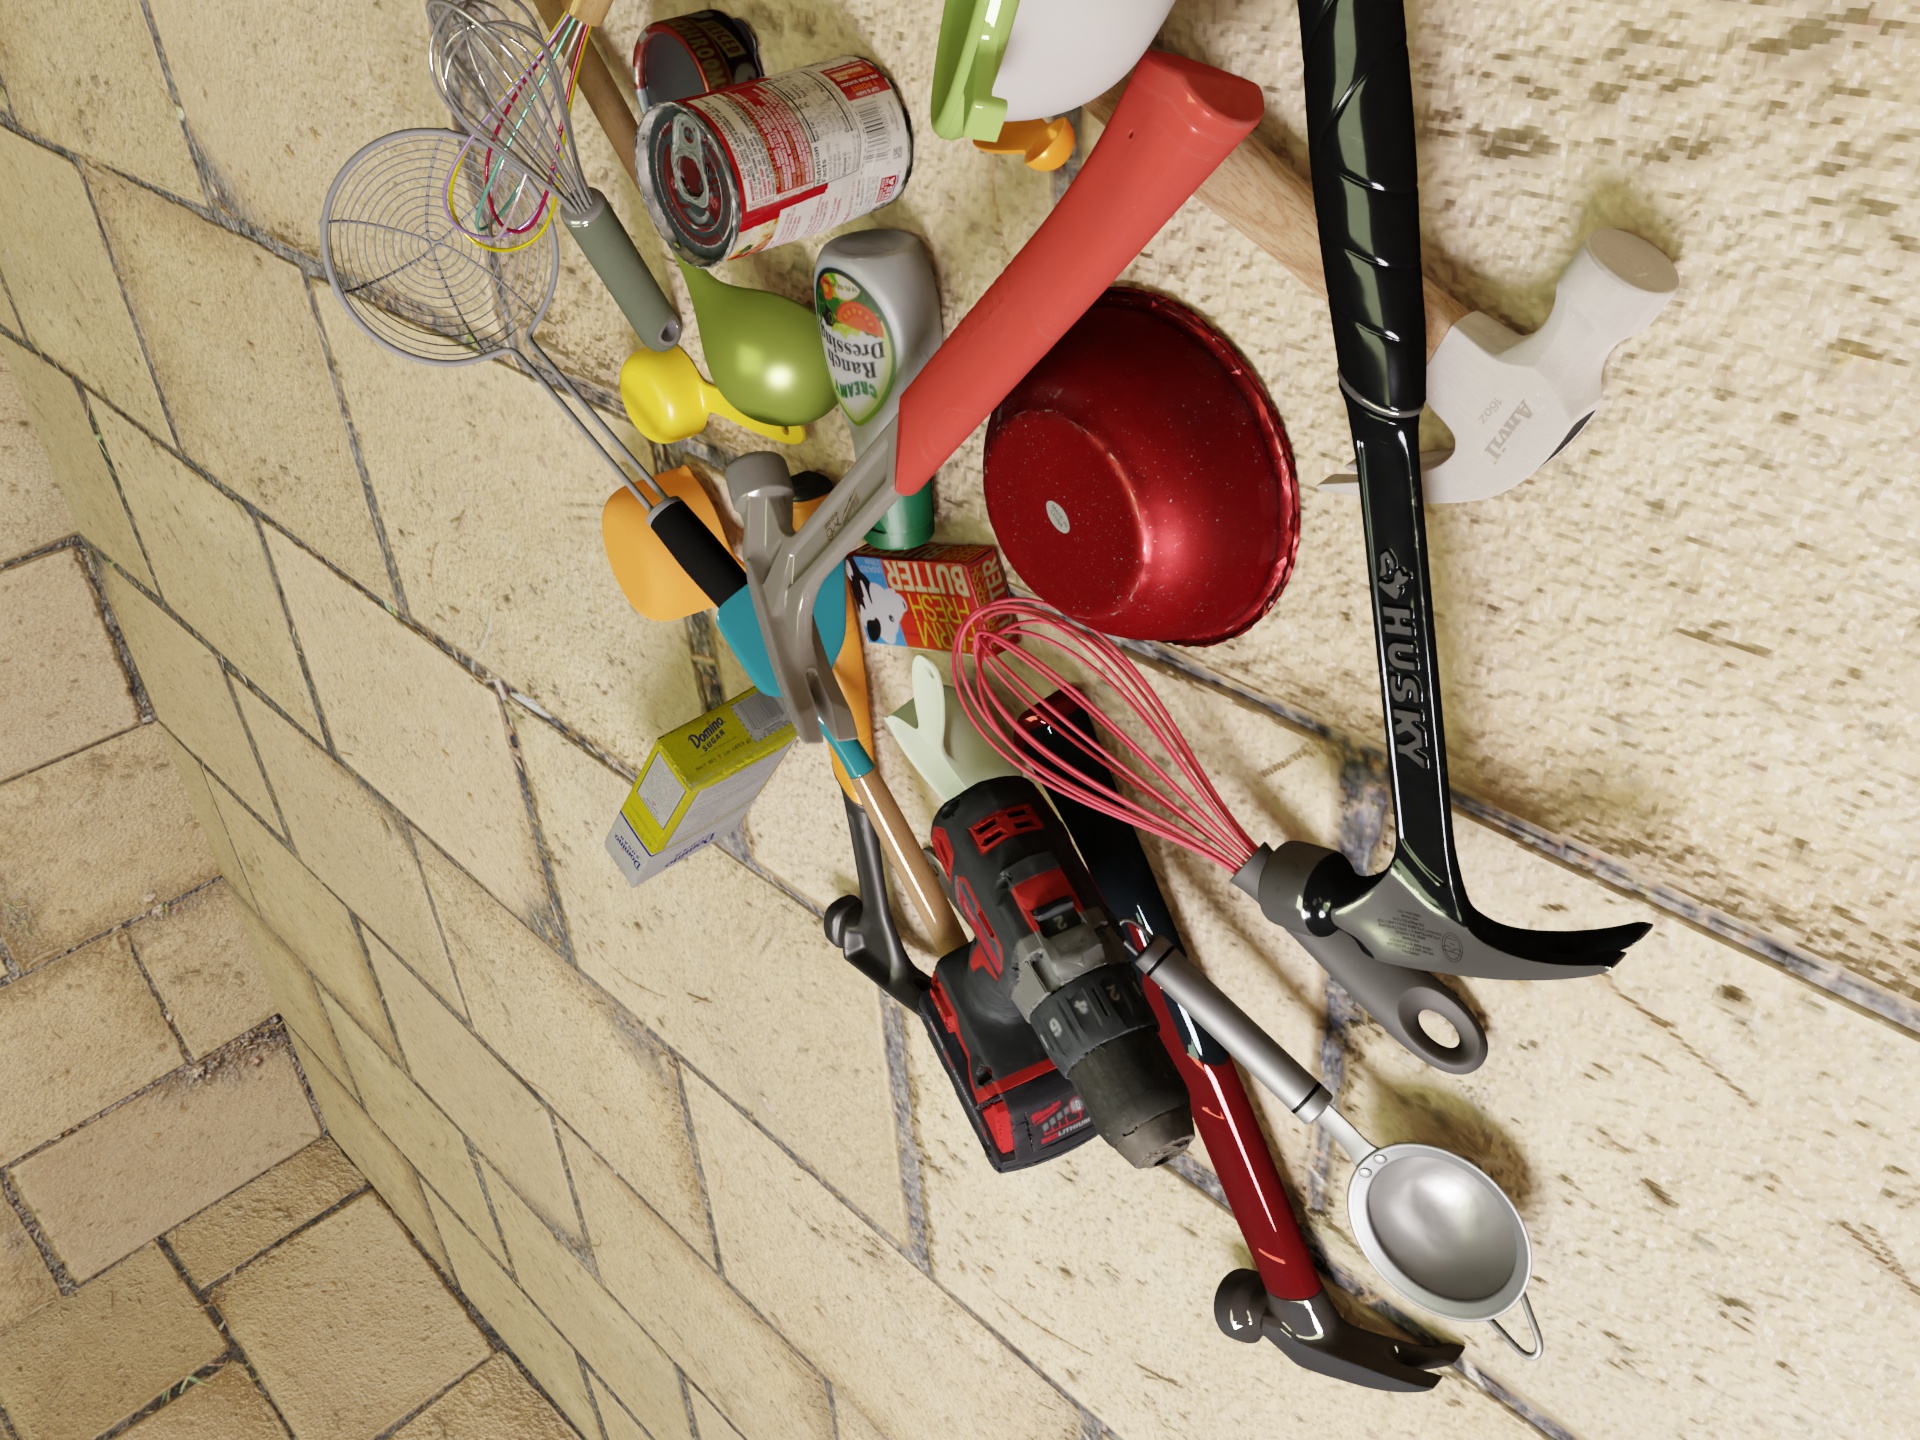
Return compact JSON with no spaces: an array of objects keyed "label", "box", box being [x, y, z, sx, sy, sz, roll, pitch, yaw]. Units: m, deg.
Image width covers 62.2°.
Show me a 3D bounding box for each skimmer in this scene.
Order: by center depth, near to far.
[{"label":"skimmer","box":[-0.205,-0.167,0.867,0.363,0.127,0.090,49,172,11]}]

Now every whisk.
[{"label":"whisk","box":[0.111,0.050,0.701,0.296,0.073,0.073,41,144,11]},{"label":"whisk","box":[-0.191,-0.328,0.781,0.047,0.051,0.245,43,127,1]},{"label":"whisk","box":[-0.193,-0.262,0.793,0.059,0.058,0.246,30,167,23]}]

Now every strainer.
[{"label":"strainer","box":[0.052,-0.301,0.481,0.152,0.069,0.256,-99,23,-64]},{"label":"strainer","box":[0.169,0.179,0.728,0.258,0.050,0.086,43,129,13]}]

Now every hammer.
[{"label":"hammer","box":[0.143,-0.089,0.520,0.149,0.036,0.408,14,125,46]},{"label":"hammer","box":[0.087,-0.201,0.568,0.331,0.031,0.130,47,144,19]},{"label":"hammer","box":[-0.001,-0.123,0.643,0.359,0.036,0.149,-38,65,51]},{"label":"hammer","box":[0.127,0.161,0.795,0.143,0.038,0.386,-8,109,53]},{"label":"hammer","box":[-0.061,0.019,0.923,0.127,0.034,0.336,29,136,47]}]

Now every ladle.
[{"label":"ladle","box":[-0.153,-0.288,0.816,0.320,0.062,0.078,61,152,10]}]

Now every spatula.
[{"label":"spatula","box":[-0.039,0.051,0.872,0.044,0.082,0.317,9,130,55]}]

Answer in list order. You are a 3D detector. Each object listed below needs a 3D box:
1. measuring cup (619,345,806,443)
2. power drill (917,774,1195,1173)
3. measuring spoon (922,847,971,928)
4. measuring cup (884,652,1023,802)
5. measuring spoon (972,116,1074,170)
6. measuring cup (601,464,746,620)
[{"label":"measuring cup","box":[-0.142,-0.173,0.888,0.157,0.029,0.062,26,135,43]},{"label":"power drill","box":[0.045,0.152,0.781,0.226,0.080,0.188,94,151,-59]},{"label":"measuring spoon","box":[0.009,0.128,0.939,0.124,0.018,0.034,54,147,9]},{"label":"measuring cup","box":[-0.001,-0.003,0.789,0.083,0.038,0.167,46,165,19]},{"label":"measuring spoon","box":[0.022,-0.210,0.576,0.011,0.021,0.117,38,-169,-23]},{"label":"measuring cup","box":[-0.158,-0.085,0.932,0.174,0.052,0.095,40,143,46]}]
